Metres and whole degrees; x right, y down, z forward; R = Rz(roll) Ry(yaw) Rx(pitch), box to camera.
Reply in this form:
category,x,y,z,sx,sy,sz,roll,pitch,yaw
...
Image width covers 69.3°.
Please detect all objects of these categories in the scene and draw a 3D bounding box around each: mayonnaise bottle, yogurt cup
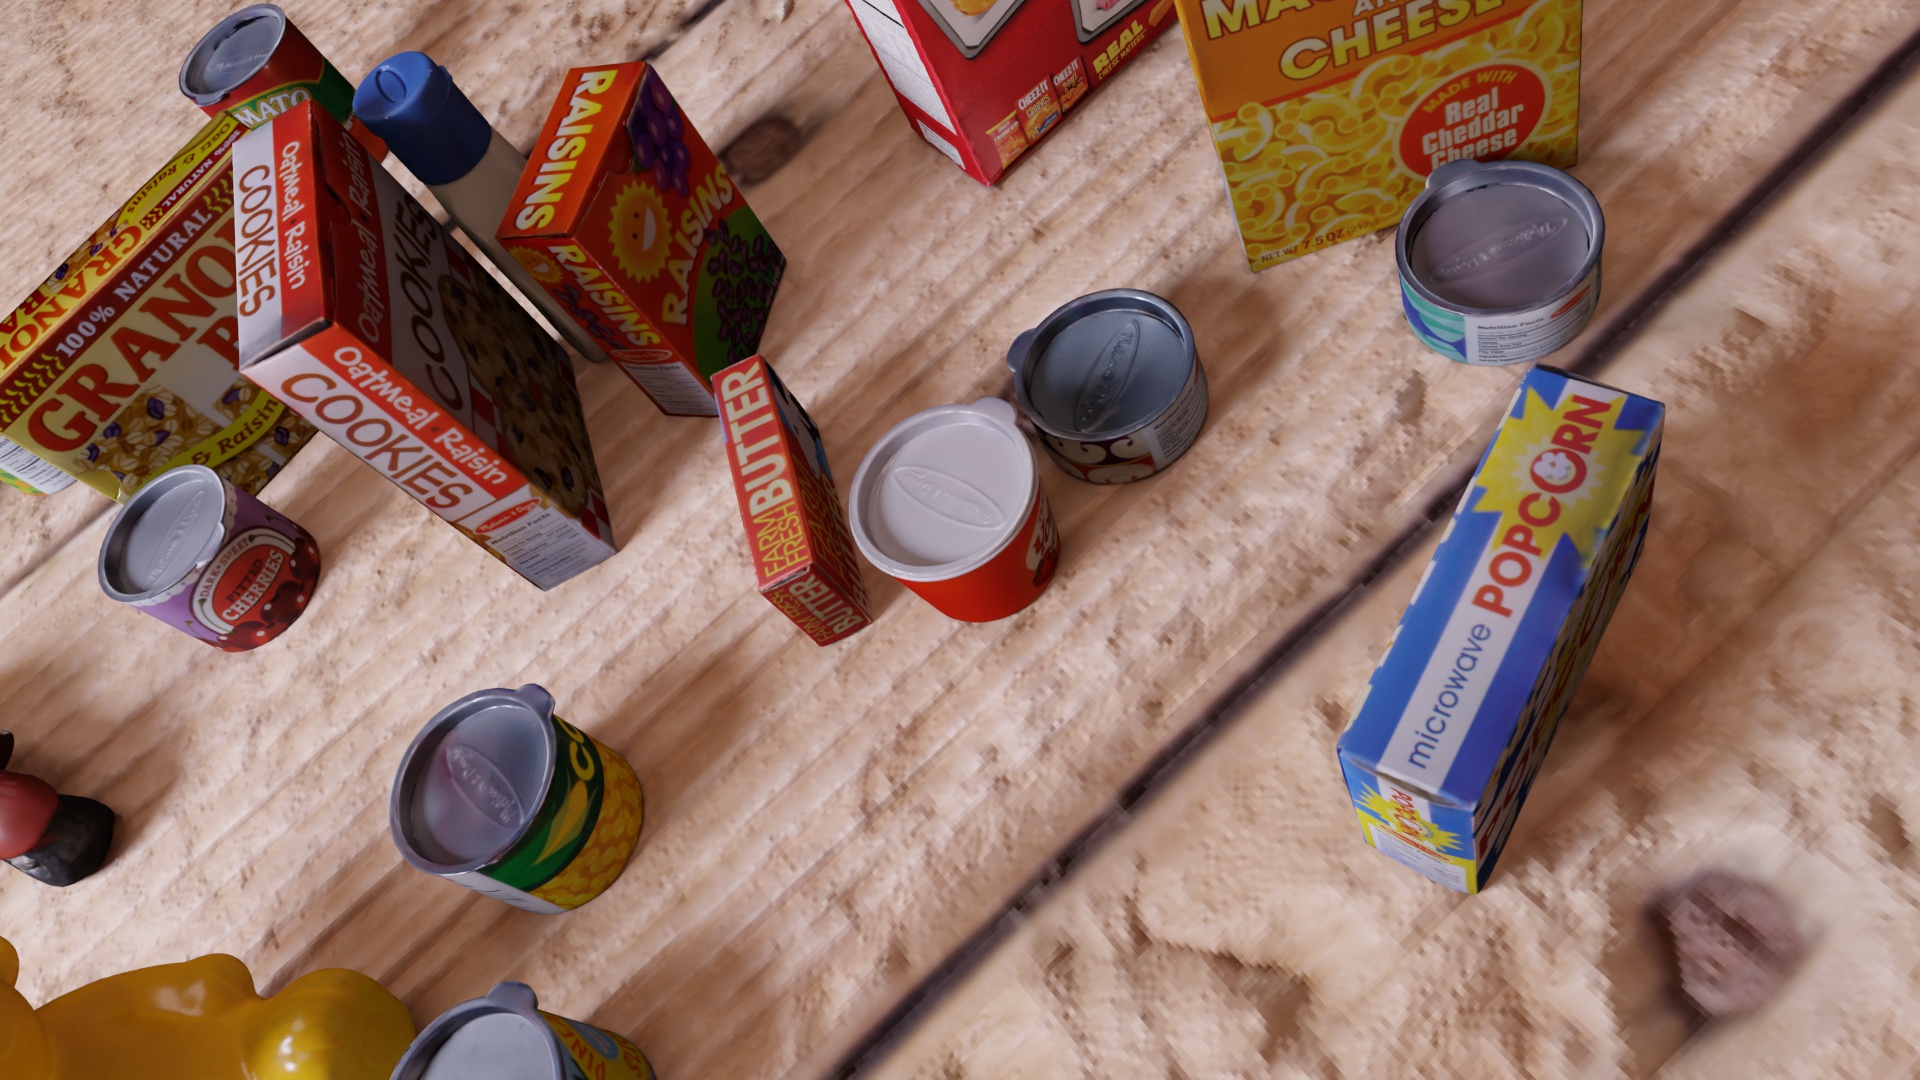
category,x,y,z,sx,sy,sz,roll,pitch,yaw
mayonnaise bottle,-0.191,-0.139,0.585,0.041,0.147,0.065,-40,55,-2
yogurt cup,0.002,-0.006,0.488,0.072,0.053,0.073,-10,59,17

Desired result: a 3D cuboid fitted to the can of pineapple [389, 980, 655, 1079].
category,x,y,z,sx,sy,sz,roll,pitch,yaw
can of pineapple,-0.135,0.180,0.435,0.071,0.057,0.071,-10,59,17

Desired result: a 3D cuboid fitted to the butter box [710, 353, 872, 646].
category,x,y,z,sx,sy,sz,roll,pitch,yaw
butter box,-0.064,-0.016,0.521,0.024,0.053,0.104,-24,56,8

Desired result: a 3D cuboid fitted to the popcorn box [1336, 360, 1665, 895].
category,x,y,z,sx,sy,sz,roll,pitch,yaw
popcorn box,0.152,0.027,0.389,0.038,0.085,0.127,22,72,31

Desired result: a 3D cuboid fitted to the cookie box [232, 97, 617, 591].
category,x,y,z,sx,sy,sz,roll,pitch,yaw
cookie box,-0.204,-0.071,0.540,0.040,0.167,0.123,-27,55,6

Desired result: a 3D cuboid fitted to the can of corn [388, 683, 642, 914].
category,x,y,z,sx,sy,sz,roll,pitch,yaw
can of corn,-0.154,0.092,0.493,0.071,0.058,0.071,-10,59,17

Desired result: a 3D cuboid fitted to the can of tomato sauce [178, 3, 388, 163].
category,x,y,z,sx,sy,sz,roll,pitch,yaw
can of tomato sauce,-0.361,-0.232,0.747,0.071,0.083,0.071,-10,59,17

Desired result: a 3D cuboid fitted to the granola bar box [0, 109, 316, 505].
category,x,y,z,sx,sy,sz,roll,pitch,yaw
granola bar box,-0.342,-0.092,0.635,0.039,0.124,0.166,33,78,33

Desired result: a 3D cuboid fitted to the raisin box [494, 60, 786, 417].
category,x,y,z,sx,sy,sz,roll,pitch,yaw
raisin box,-0.123,-0.117,0.560,0.040,0.123,0.086,3,64,24

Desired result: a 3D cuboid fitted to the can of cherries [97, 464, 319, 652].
category,x,y,z,sx,sy,sz,roll,pitch,yaw
can of cherries,-0.327,0.010,0.610,0.071,0.058,0.072,-10,59,17

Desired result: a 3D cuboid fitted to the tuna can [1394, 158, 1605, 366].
category,x,y,z,sx,sy,sz,roll,pitch,yaw
tuna can,0.184,-0.097,0.478,0.071,0.032,0.071,-10,59,17

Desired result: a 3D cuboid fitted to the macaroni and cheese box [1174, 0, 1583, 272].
category,x,y,z,sx,sy,sz,roll,pitch,yaw
macaroni and cheese box,0.138,-0.172,0.459,0.123,0.166,0.040,-18,57,13

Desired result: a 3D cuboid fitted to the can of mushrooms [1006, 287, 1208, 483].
category,x,y,z,sx,sy,sz,roll,pitch,yaw
can of mushrooms,0.054,-0.057,0.508,0.071,0.033,0.071,-10,59,17

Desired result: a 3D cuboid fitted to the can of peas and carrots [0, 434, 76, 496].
category,x,y,z,sx,sy,sz,roll,pitch,yaw
can of peas and carrots,-0.487,-0.066,0.719,0.071,0.058,0.071,-10,59,17
